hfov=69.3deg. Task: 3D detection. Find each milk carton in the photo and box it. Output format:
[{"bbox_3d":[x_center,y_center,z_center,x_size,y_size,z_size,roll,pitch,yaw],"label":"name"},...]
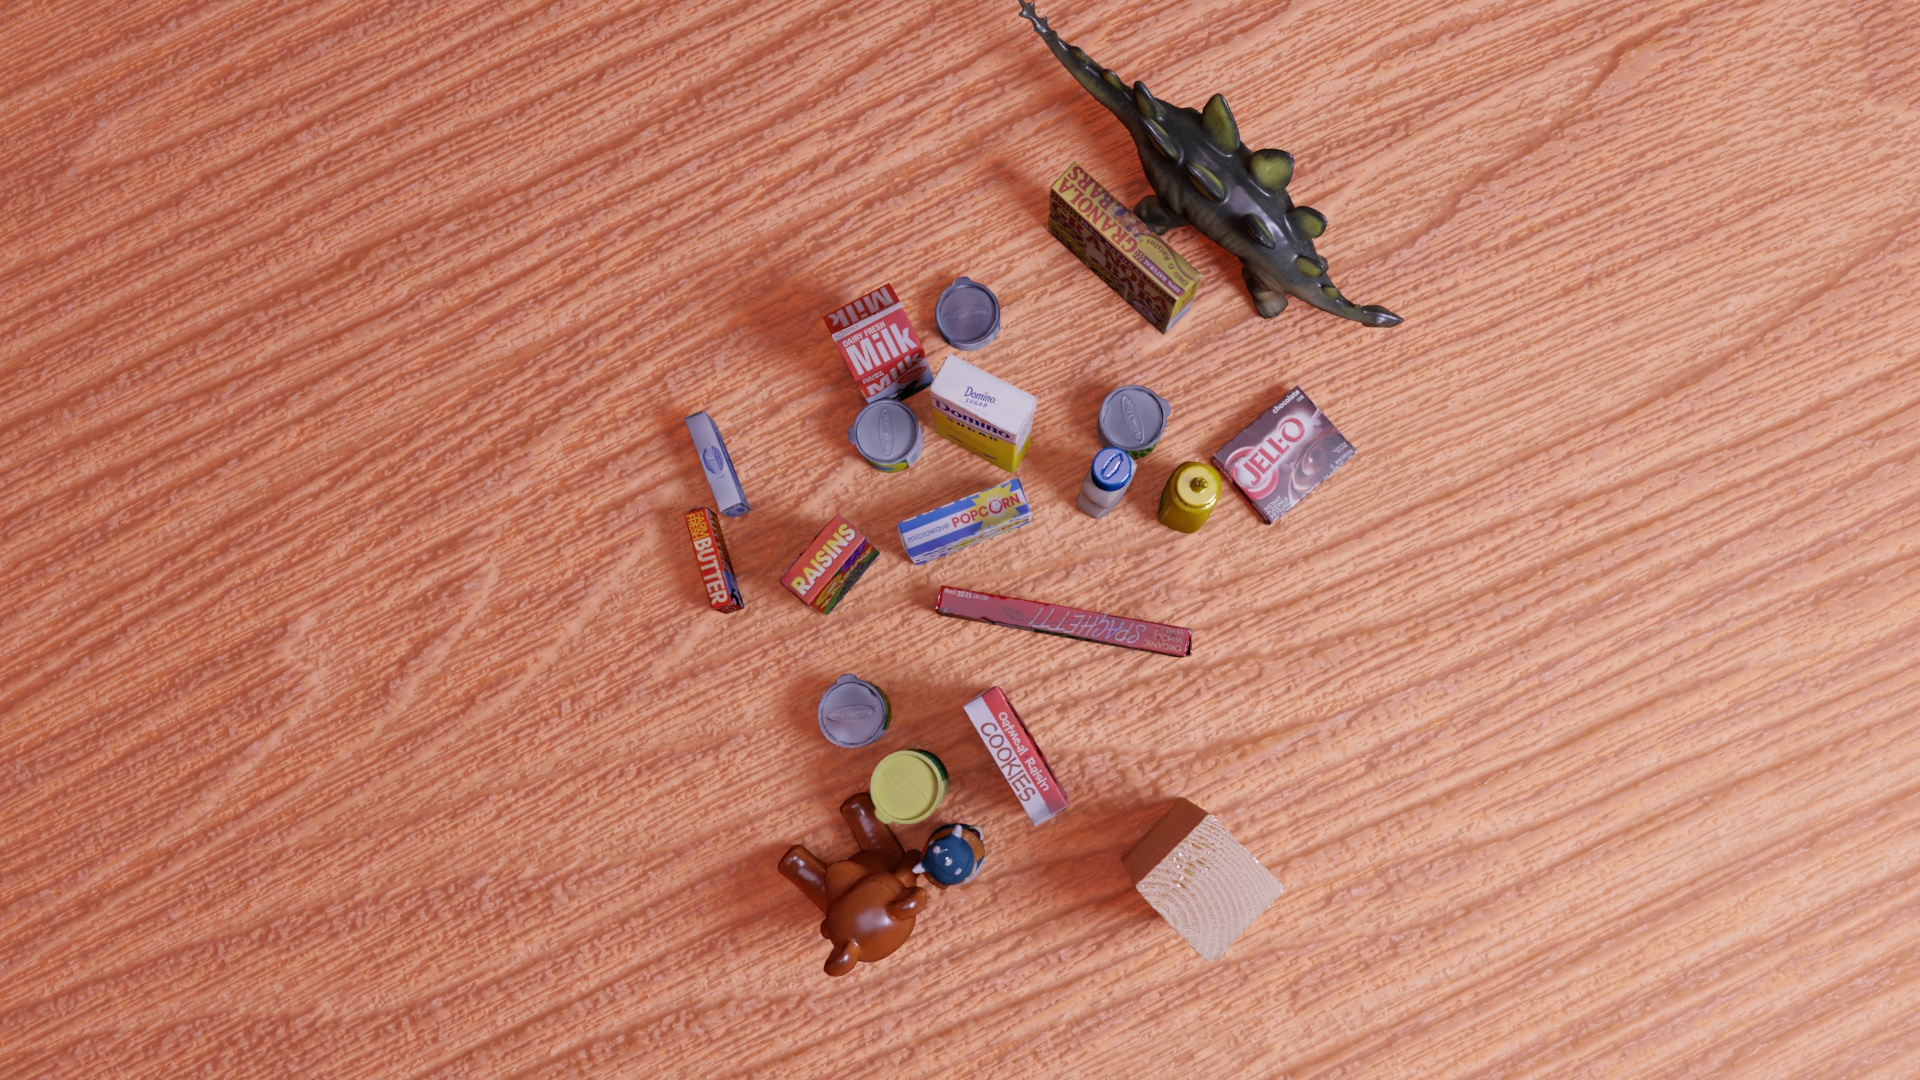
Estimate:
[{"bbox_3d":[-0.078,-0.186,1.331,0.072,0.190,0.073,-27,82,-1],"label":"milk carton"}]

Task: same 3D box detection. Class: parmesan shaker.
[{"bbox_3d":[-0.049,0.233,1.317,0.071,0.103,0.071,0,83,3],"label":"parmesan shaker"}]

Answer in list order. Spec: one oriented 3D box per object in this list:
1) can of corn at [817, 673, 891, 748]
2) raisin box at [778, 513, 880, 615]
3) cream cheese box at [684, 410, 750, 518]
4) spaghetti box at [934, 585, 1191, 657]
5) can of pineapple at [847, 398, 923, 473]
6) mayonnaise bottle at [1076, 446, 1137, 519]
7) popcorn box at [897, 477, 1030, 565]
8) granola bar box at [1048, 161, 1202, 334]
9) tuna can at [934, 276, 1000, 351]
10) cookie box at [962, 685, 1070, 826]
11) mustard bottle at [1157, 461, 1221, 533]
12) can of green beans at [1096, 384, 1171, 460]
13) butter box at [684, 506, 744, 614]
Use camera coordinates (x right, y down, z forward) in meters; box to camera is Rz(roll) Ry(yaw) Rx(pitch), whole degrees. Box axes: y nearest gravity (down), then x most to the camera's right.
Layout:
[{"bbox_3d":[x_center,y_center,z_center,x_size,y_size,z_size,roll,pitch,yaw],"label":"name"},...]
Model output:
[{"bbox_3d":[-0.102,0.165,1.351,0.071,0.058,0.071,0,83,3],"label":"can of corn"},{"bbox_3d":[-0.124,0.024,1.338,0.040,0.123,0.086,40,86,7],"label":"raisin box"},{"bbox_3d":[-0.243,-0.075,1.393,0.024,0.053,0.104,-23,82,0],"label":"cream cheese box"},{"bbox_3d":[0.101,0.080,1.357,0.250,0.050,0.029,10,83,4],"label":"spaghetti box"},{"bbox_3d":[-0.073,-0.104,1.386,0.071,0.058,0.071,0,83,3],"label":"can of pineapple"},{"bbox_3d":[0.140,-0.059,1.324,0.041,0.148,0.065,36,86,6],"label":"mayonnaise bottle"},{"bbox_3d":[0.005,-0.017,1.357,0.127,0.085,0.038,-21,82,0],"label":"popcorn box"},{"bbox_3d":[0.158,-0.284,1.366,0.165,0.124,0.039,43,87,7],"label":"granola bar box"},{"bbox_3d":[0.007,-0.230,1.412,0.071,0.033,0.071,0,82,3],"label":"tuna can"},{"bbox_3d":[0.053,0.196,1.285,0.040,0.167,0.123,-32,82,-1],"label":"cookie box"},{"bbox_3d":[0.219,-0.046,1.313,0.049,0.160,0.065,20,84,5],"label":"mustard bottle"},{"bbox_3d":[0.169,-0.116,1.376,0.071,0.058,0.071,0,83,3],"label":"can of green beans"},{"bbox_3d":[-0.245,0.020,1.380,0.024,0.053,0.103,-18,82,1],"label":"butter box"}]
